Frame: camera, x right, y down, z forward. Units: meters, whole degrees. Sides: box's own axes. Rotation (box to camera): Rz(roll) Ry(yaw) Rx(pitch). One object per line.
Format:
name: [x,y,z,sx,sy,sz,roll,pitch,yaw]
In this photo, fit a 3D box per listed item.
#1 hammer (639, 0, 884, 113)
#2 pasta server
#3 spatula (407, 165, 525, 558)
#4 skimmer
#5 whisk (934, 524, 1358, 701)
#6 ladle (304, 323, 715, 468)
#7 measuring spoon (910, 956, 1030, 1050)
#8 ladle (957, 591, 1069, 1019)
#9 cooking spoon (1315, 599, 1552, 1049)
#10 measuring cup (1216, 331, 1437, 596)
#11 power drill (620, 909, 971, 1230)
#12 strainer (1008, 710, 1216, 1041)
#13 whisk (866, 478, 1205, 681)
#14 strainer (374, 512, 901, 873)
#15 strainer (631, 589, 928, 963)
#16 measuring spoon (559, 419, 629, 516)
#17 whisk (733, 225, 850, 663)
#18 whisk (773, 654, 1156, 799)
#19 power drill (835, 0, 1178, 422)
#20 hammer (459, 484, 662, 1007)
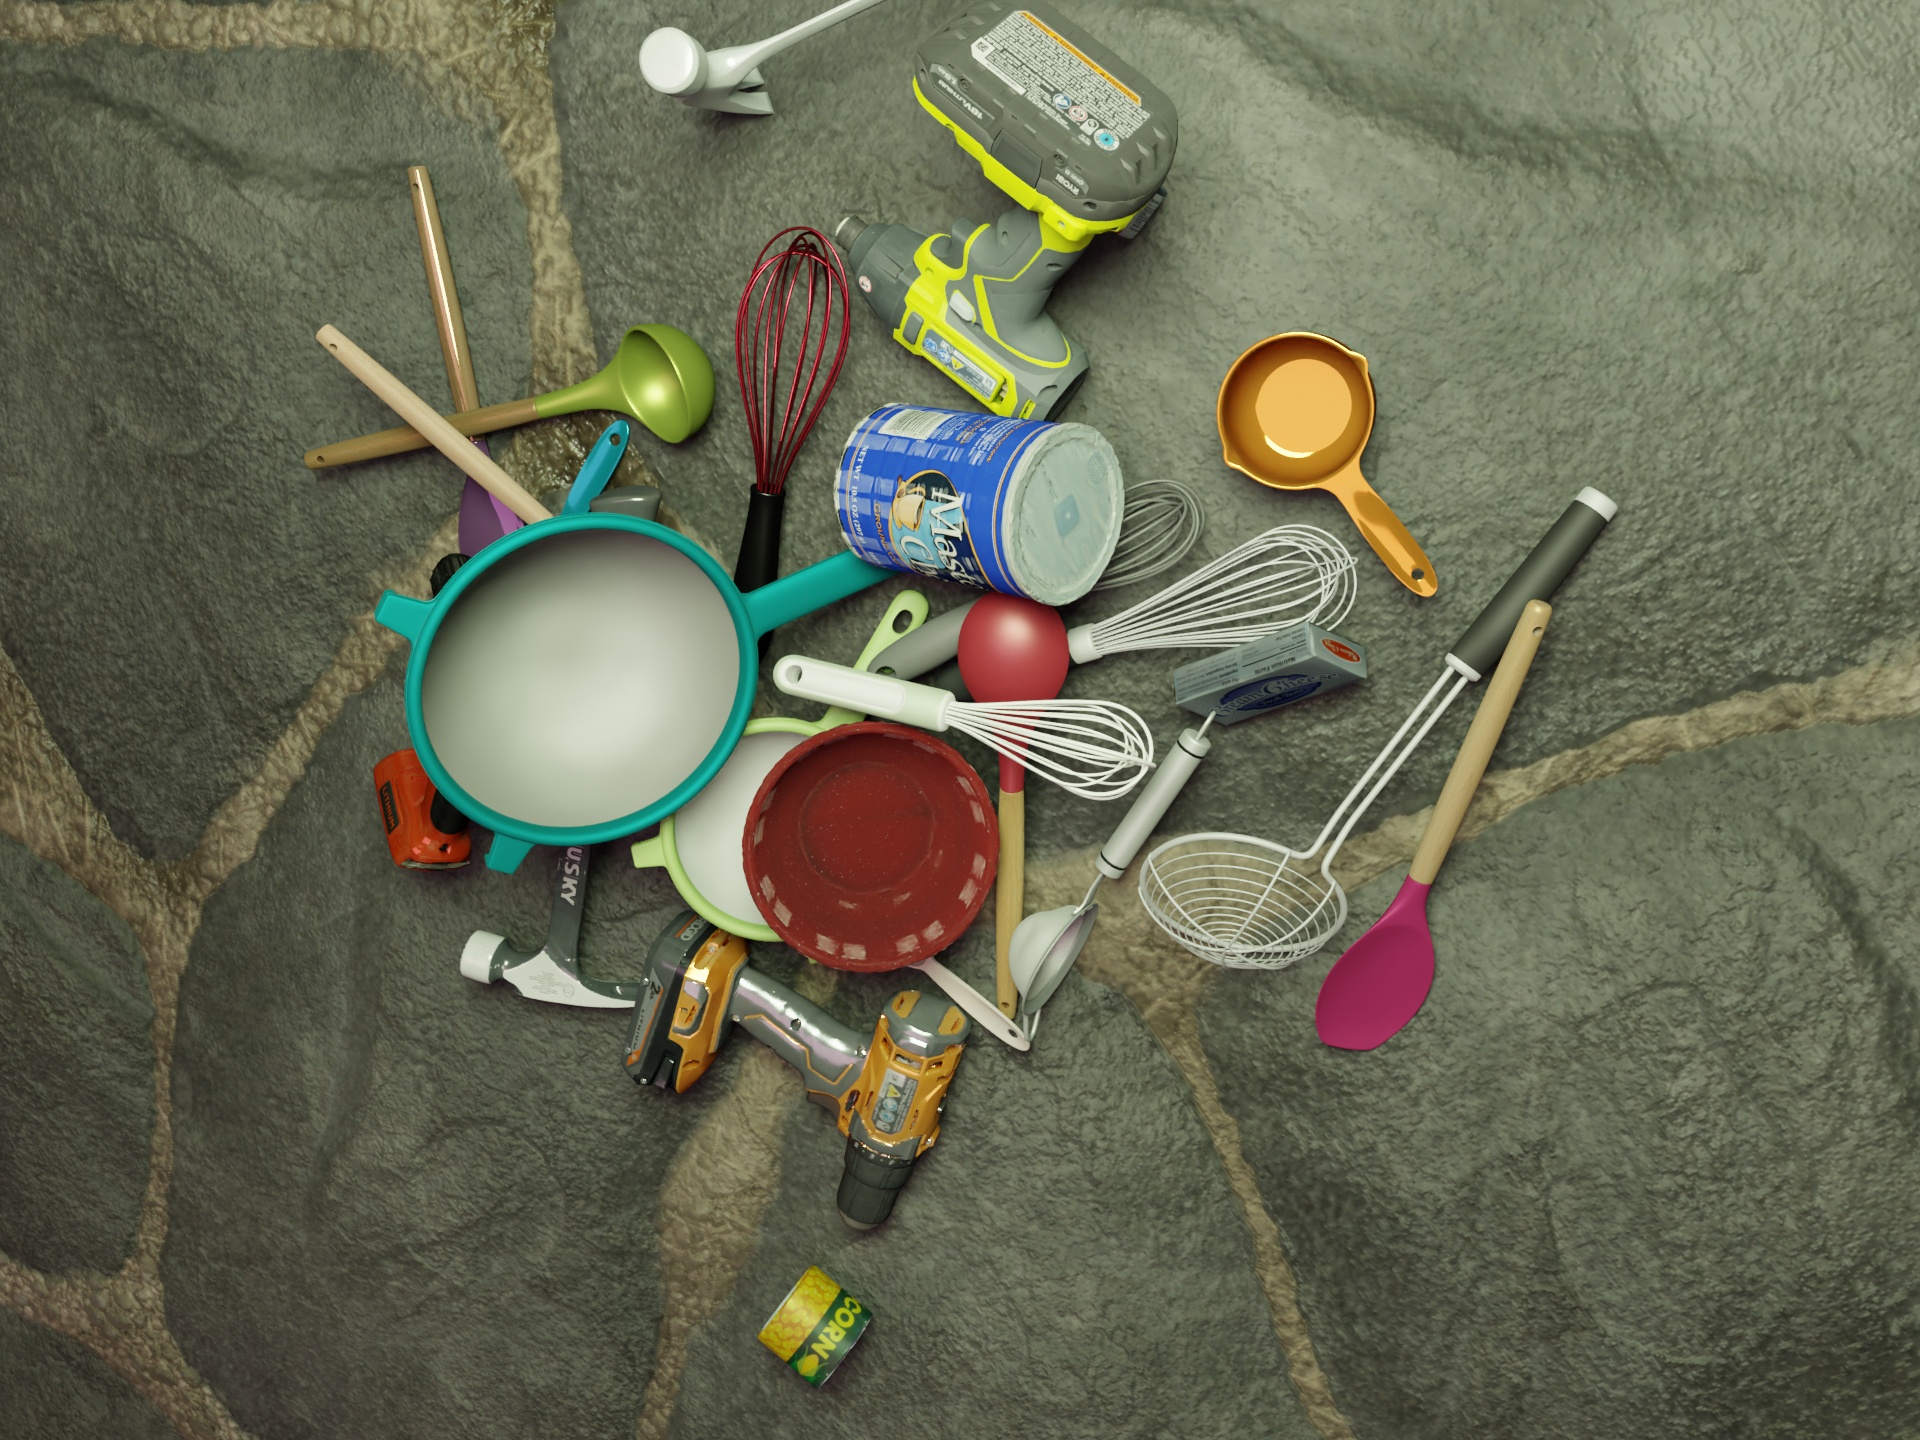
hammer: [0.023,-0.434,0.881,0.405,0.144,0.035,-20,100,13]
pasta server: [-0.299,-0.146,1.058,0.316,0.040,0.060,42,115,-14]
spatula: [-0.344,-0.219,1.103,0.060,0.018,0.315,-3,104,20]
skimmer: [0.249,0.007,0.953,0.127,0.090,0.363,32,102,-18]
whisk: [0.105,-0.056,0.975,0.284,0.070,0.070,-16,99,27]
ladle: [-0.309,-0.201,1.062,0.320,0.062,0.078,-9,113,17]
measuring spoon: [0.002,0.181,1.090,0.124,0.018,0.034,40,133,8]
ladle: [0.031,0.065,1.019,0.069,0.031,0.315,6,119,11]
cooking spoon: [0.283,0.072,0.946,0.068,0.017,0.318,10,118,-9]
measuring cup: [0.220,-0.146,0.915,0.095,0.052,0.173,-37,93,23]
power drill: [-0.120,0.250,1.124,0.226,0.084,0.185,21,112,8]
strainer: [0.090,0.095,1.005,0.050,0.087,0.258,38,113,16]
whisk: [0.042,-0.078,0.985,0.239,0.055,0.055,-28,94,18]
strainer: [-0.184,-0.062,0.997,0.340,0.095,0.210,-26,122,-19]
strainer: [-0.097,0.022,1.065,0.151,0.069,0.256,30,94,-11]
measuring spoon: [-0.258,-0.151,1.097,0.042,0.021,0.128,34,103,7]
whisk: [-0.120,-0.167,1.023,0.073,0.073,0.295,18,116,13]
whisk: [-0.002,-0.003,0.950,0.246,0.059,0.058,14,87,18]
power drill: [0.015,-0.276,0.881,0.171,0.080,0.223,39,152,3]
hammer: [-0.252,0.030,1.097,0.149,0.036,0.408,16,116,3]
